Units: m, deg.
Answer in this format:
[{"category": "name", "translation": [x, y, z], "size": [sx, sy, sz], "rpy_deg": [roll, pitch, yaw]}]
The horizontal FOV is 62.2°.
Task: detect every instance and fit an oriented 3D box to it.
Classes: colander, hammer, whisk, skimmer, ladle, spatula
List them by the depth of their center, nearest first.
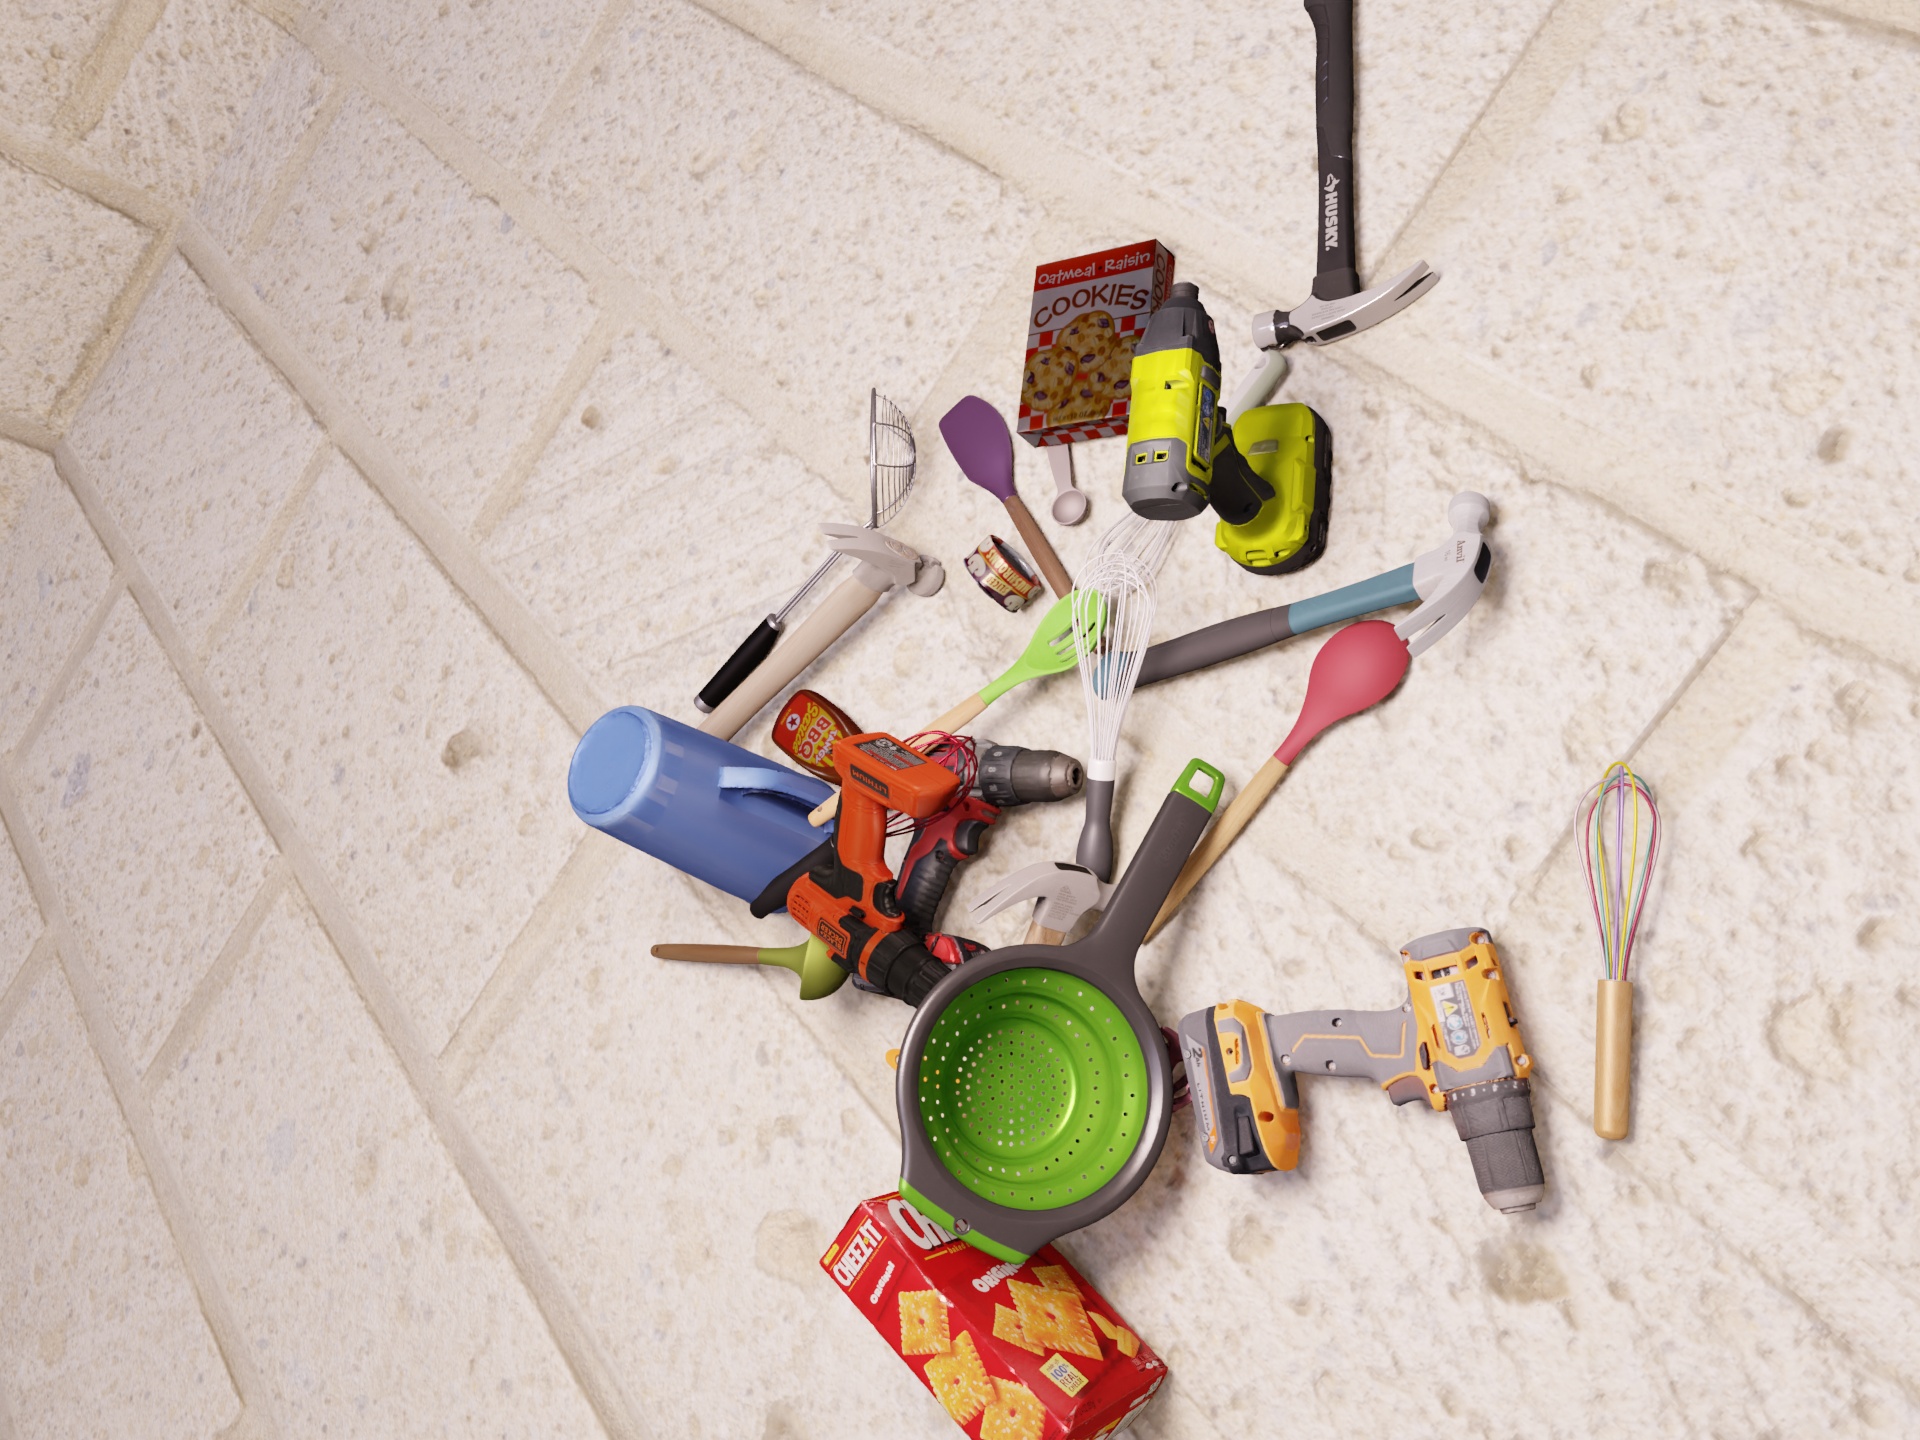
[{"category": "whisk", "translation": [0.429, 0.148, 1.042], "size": [0.047, 0.051, 0.245], "rpy_deg": [-7, 75, 56]}, {"category": "colander", "translation": [0.088, 0.205, 1.201], "size": [0.204, 0.094, 0.397], "rpy_deg": [32, 73, -2]}, {"category": "ladle", "translation": [0.229, 0.050, 1.220], "size": [0.315, 0.031, 0.069], "rpy_deg": [-54, 49, 13]}, {"category": "hammer", "translation": [0.245, -0.075, 1.224], "size": [0.331, 0.033, 0.128], "rpy_deg": [-18, 40, 36]}, {"category": "whisk", "translation": [0.115, 0.006, 1.262], "size": [0.070, 0.070, 0.284], "rpy_deg": [12, 104, 38]}, {"category": "hammer", "translation": [0.025, 0.263, 1.265], "size": [0.331, 0.130, 0.031], "rpy_deg": [-67, 22, 10]}, {"category": "hammer", "translation": [0.313, -0.471, 1.308], "size": [0.146, 0.035, 0.335], "rpy_deg": [-7, 72, 35]}, {"category": "whisk", "translation": [0.187, -0.204, 1.314], "size": [0.246, 0.059, 0.058], "rpy_deg": [-53, 26, 7]}, {"category": "whisk", "translation": [-0.087, 0.093, 1.329], "size": [0.295, 0.073, 0.073], "rpy_deg": [-39, 57, 34]}, {"category": "spatula", "translation": [0.057, -0.179, 1.416], "size": [0.059, 0.018, 0.316], "rpy_deg": [-39, 56, 19]}, {"category": "ladle", "translation": [-0.201, 0.208, 1.430], "size": [0.320, 0.062, 0.078], "rpy_deg": [-7, 66, 48]}, {"category": "hammer", "translation": [-0.198, -0.029, 1.493], "size": [0.410, 0.146, 0.038], "rpy_deg": [-43, 57, 24]}, {"category": "skimmer", "translation": [-0.163, -0.154, 1.524], "size": [0.363, 0.090, 0.127], "rpy_deg": [-46, 23, 19]}]

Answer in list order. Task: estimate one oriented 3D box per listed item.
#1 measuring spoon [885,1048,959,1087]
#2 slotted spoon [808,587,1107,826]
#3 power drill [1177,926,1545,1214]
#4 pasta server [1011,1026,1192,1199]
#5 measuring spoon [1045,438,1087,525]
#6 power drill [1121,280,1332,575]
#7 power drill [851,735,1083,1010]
[{"category": "measuring spoon", "translation": [-0.019, 0.298, 1.338], "size": [0.117, 0.011, 0.021], "rpy_deg": [11, 84, 41]}, {"category": "slotted spoon", "translation": [-0.002, -0.004, 1.340], "size": [0.314, 0.031, 0.070], "rpy_deg": [-36, 44, 8]}, {"category": "power drill", "translation": [0.278, 0.257, 1.092], "size": [0.226, 0.084, 0.185], "rpy_deg": [-21, 67, 25]}, {"category": "pasta server", "translation": [0.073, 0.344, 1.238], "size": [0.316, 0.040, 0.060], "rpy_deg": [-42, 45, 20]}, {"category": "measuring spoon", "translation": [0.092, -0.222, 1.410], "size": [0.034, 0.018, 0.124], "rpy_deg": [-21, 58, 24]}, {"category": "power drill", "translation": [0.200, -0.211, 1.192], "size": [0.080, 0.223, 0.171], "rpy_deg": [-2, 76, 35]}, {"category": "power drill", "translation": [0.007, 0.123, 1.329], "size": [0.188, 0.080, 0.227], "rpy_deg": [-1, 73, 36]}]
